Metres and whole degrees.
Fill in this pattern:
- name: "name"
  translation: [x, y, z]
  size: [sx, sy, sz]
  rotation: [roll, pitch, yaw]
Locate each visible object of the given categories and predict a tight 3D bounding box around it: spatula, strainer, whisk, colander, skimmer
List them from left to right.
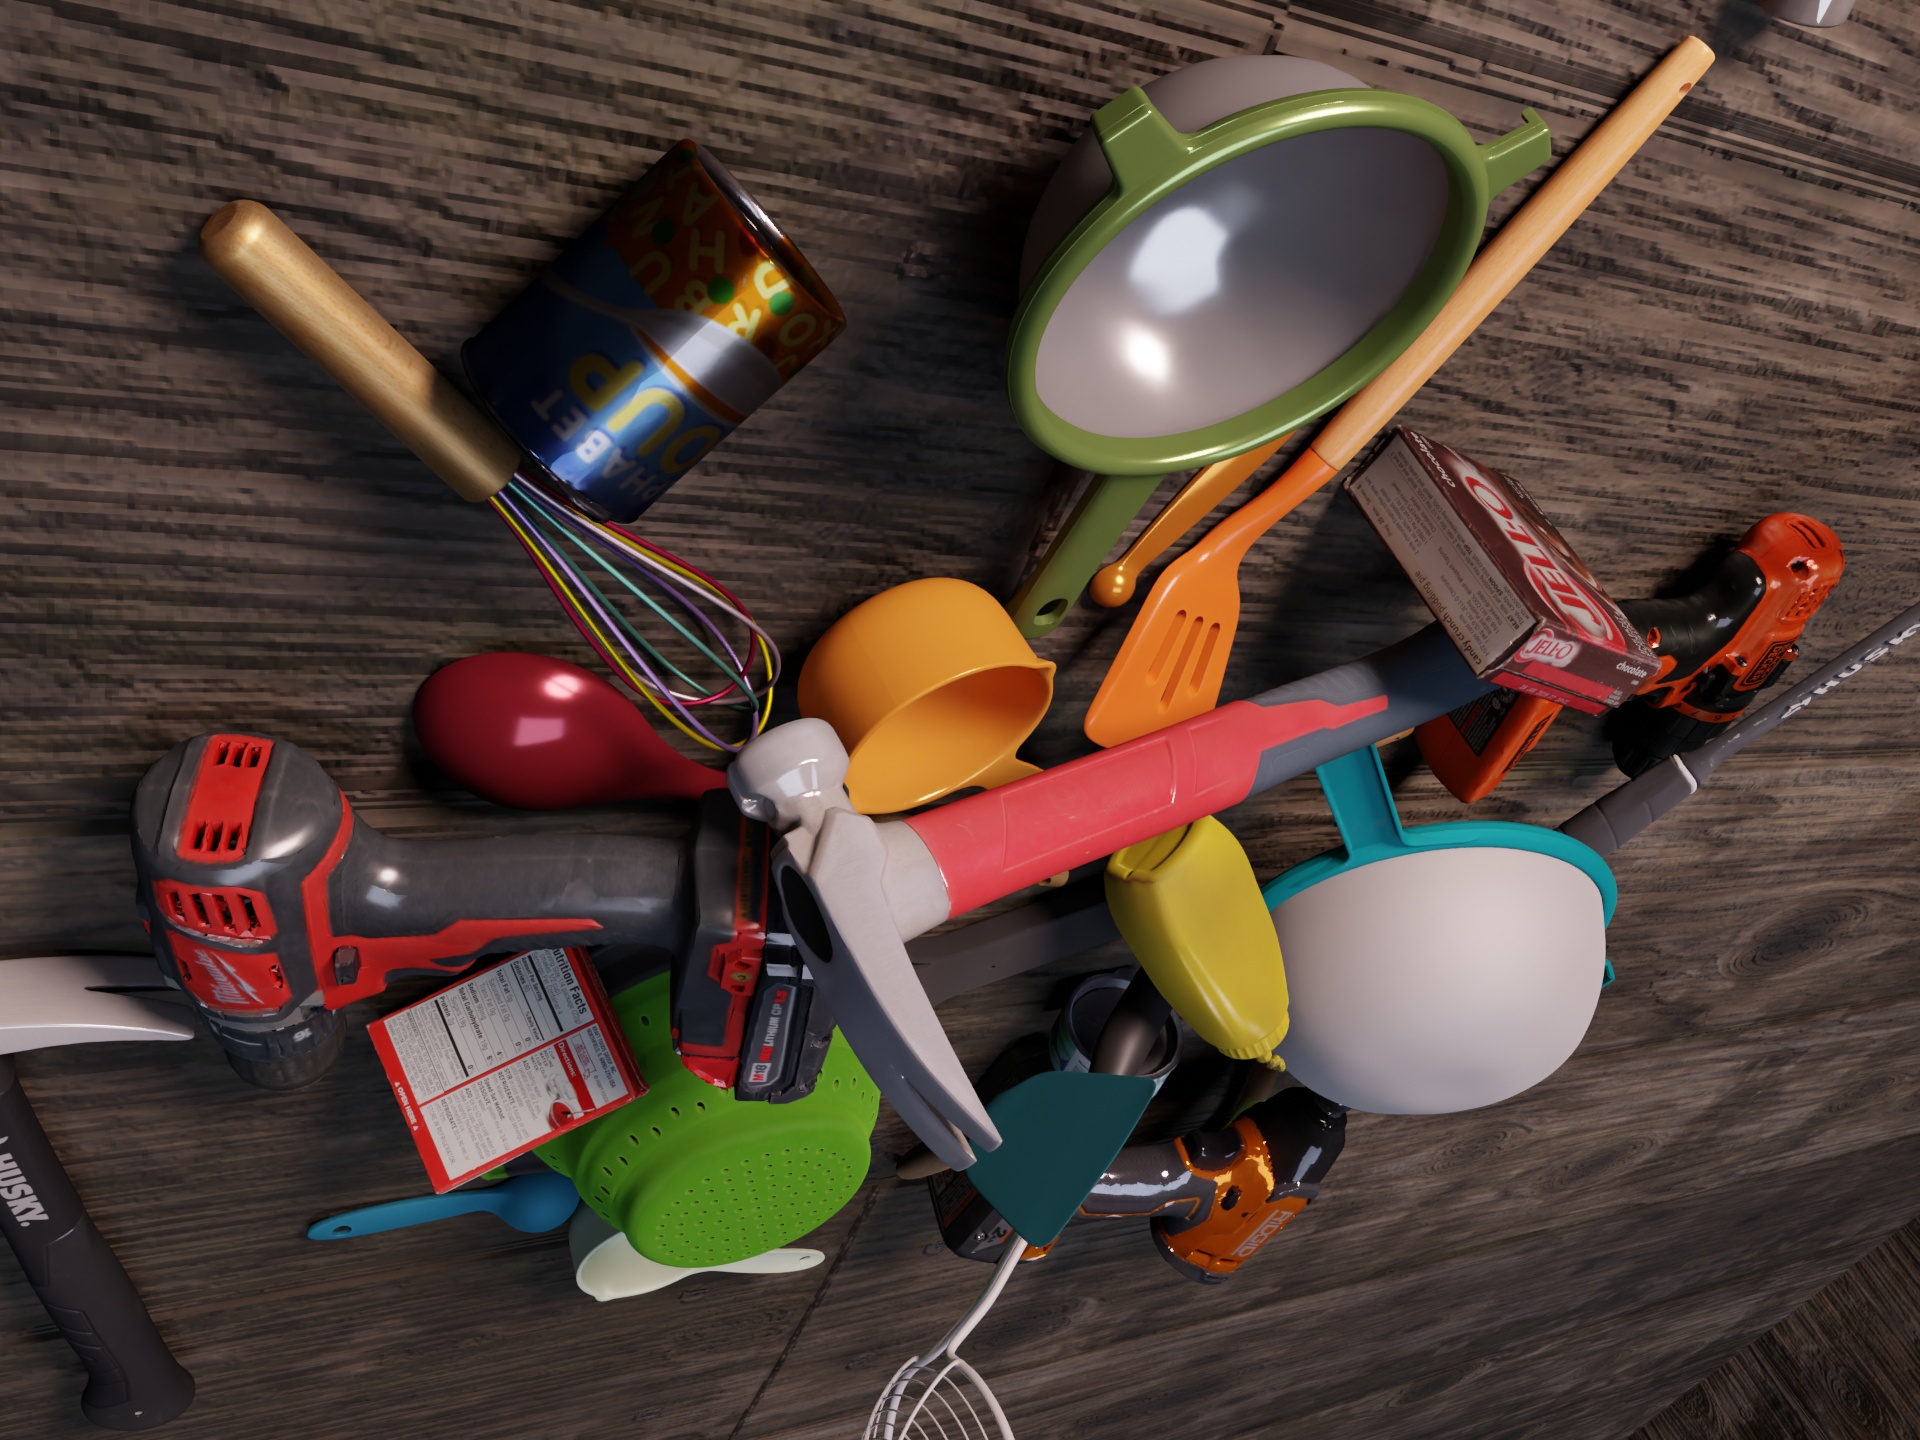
- name: "whisk"
  translation: [-0.127, -0.064, 0.484]
  size: [0.047, 0.051, 0.244]
  rotation: [-50, 137, -7]
- name: "colander"
  translation: [-0.030, 0.155, 0.734]
  size: [0.397, 0.095, 0.204]
  rotation: [-17, 140, -14]
- name: "spatula"
  translation: [0.008, 0.212, 0.769]
  size: [0.082, 0.044, 0.317]
  rotation: [-50, 177, -23]
- name: "skimmer"
  translation: [0.057, 0.244, 0.738]
  size: [0.090, 0.363, 0.127]
  rotation: [43, 146, -11]
- name: "strainer"
  translation: [0.058, -0.120, 0.523]
  size: [0.151, 0.069, 0.256]
  rotation: [-8, 154, -26]
- name: "spatula"
  translation: [0.160, -0.111, 0.598]
  size: [0.081, 0.041, 0.322]
  rotation: [14, 124, -48]
- name: "strainer"
  translation: [0.218, 0.113, 0.770]
  size: [0.211, 0.095, 0.340]
  rotation: [-17, 143, 15]

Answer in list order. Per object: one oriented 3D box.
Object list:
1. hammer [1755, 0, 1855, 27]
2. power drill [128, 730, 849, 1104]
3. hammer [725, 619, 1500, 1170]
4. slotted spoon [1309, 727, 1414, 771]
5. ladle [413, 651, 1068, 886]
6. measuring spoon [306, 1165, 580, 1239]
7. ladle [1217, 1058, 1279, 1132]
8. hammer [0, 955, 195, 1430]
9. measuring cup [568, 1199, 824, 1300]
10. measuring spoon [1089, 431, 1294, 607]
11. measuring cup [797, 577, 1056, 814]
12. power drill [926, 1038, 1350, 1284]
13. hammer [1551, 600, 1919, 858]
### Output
- name: "hammer"
  translation: [0.426, -0.319, 0.538]
  size: [0.331, 0.031, 0.130]
  rotation: [-14, 140, -18]
- name: "power drill"
  translation: [-0.161, 0.083, 0.560]
  size: [0.226, 0.080, 0.187]
  rotation: [5, 142, -12]
- name: "hammer"
  translation: [0.110, 0.024, 0.586]
  size: [0.386, 0.143, 0.038]
  rotation: [-18, 161, -36]
- name: "slotted spoon"
  translation: [0.092, 0.032, 0.694]
  size: [0.313, 0.031, 0.070]
  rotation: [-14, 163, -33]
- name: "ladle"
  translation: [-0.064, 0.035, 0.629]
  size: [0.315, 0.031, 0.069]
  rotation: [18, 127, -42]
- name: "measuring spoon"
  translation: [-0.242, 0.239, 0.757]
  size: [0.128, 0.021, 0.042]
  rotation: [-1, 134, -32]
- name: "ladle"
  translation: [0.193, 0.223, 0.980]
  size: [0.078, 0.062, 0.319]
  rotation: [-6, 134, -14]
- name: "hammer"
  translation: [-0.359, 0.207, 0.641]
  size: [0.146, 0.035, 0.334]
  rotation: [-11, 139, -20]
- name: "measuring cup"
  translation: [-0.136, 0.272, 0.849]
  size: [0.083, 0.038, 0.167]
  rotation: [-44, 141, 18]
- name: "measuring spoon"
  translation: [0.094, -0.084, 0.612]
  size: [0.117, 0.011, 0.021]
  rotation: [-44, 139, 18]
- name: "measuring cup"
  translation: [-0.001, -0.002, 0.621]
  size: [0.095, 0.052, 0.173]
  rotation: [-36, 157, 10]
- name: "power drill"
  translation: [0.113, 0.250, 0.914]
  size: [0.226, 0.084, 0.164]
  rotation: [16, 124, -30]
- name: "hammer"
  translation: [0.371, 0.017, 0.786]
  size: [0.149, 0.036, 0.408]
  rotation: [5, 141, -41]
